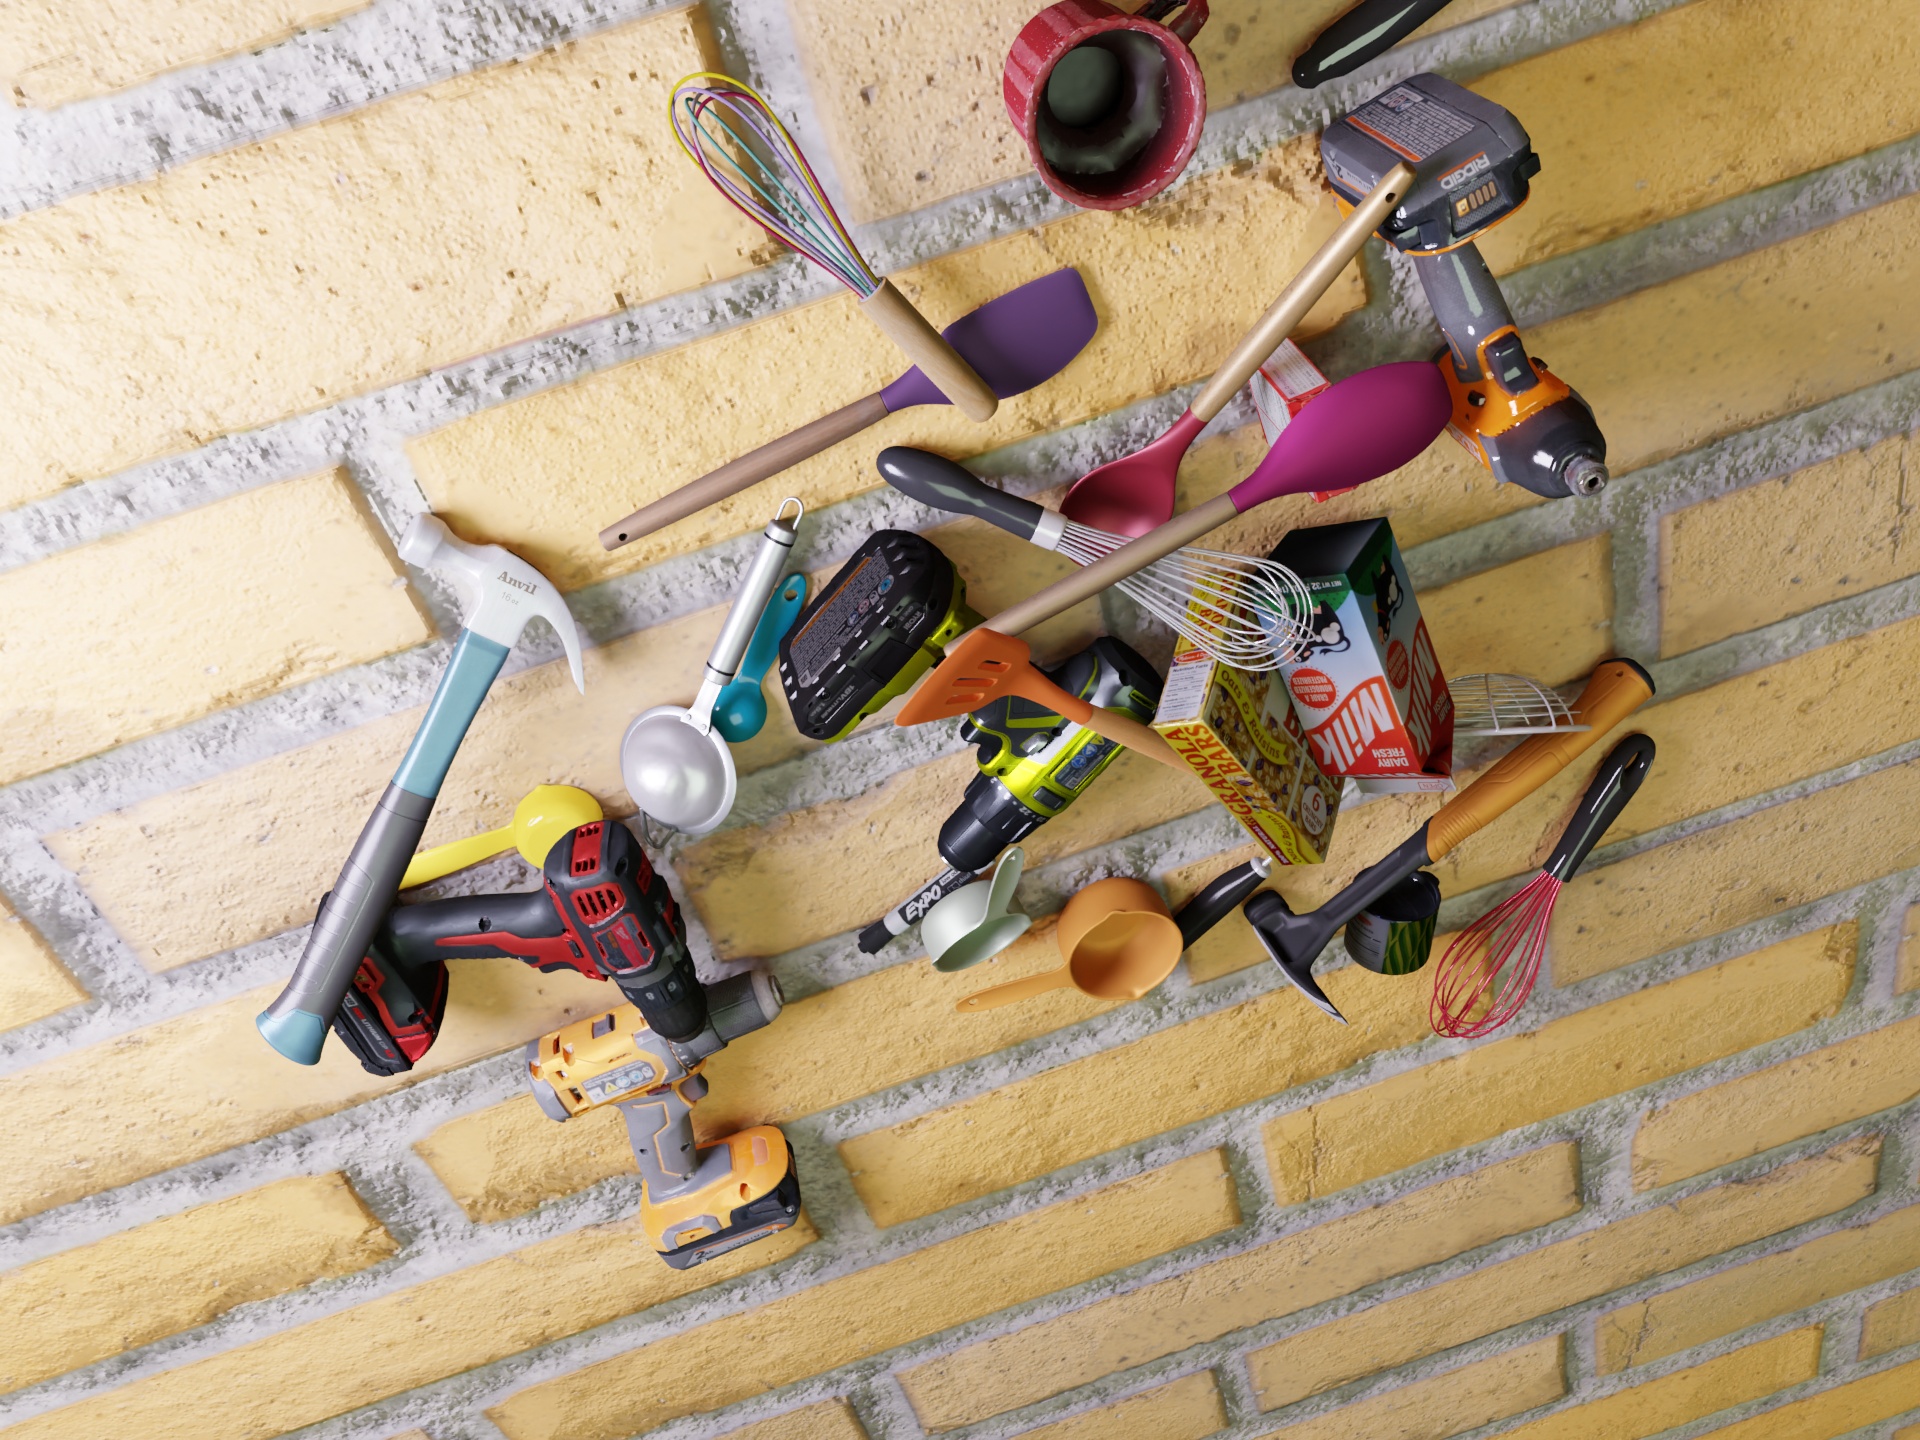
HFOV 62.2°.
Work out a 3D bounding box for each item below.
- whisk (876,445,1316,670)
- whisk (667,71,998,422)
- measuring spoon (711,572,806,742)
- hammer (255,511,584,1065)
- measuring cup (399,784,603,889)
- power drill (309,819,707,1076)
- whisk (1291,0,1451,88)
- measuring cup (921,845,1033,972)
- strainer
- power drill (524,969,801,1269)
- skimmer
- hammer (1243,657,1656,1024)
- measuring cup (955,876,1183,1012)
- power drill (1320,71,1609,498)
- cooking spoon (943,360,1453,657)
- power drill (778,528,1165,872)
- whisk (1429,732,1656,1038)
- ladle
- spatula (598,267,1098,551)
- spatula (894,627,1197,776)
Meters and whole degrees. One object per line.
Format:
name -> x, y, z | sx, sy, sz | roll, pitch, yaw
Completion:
whisk -> 0.082, -0.102, 0.951 | 0.284, 0.070, 0.070 | 22, 118, -5
whisk -> -0.060, -0.246, 0.846 | 0.047, 0.051, 0.244 | -44, 121, 8
measuring spoon -> -0.125, -0.035, 0.997 | 0.042, 0.021, 0.128 | 16, 119, -24
hammer -> -0.329, 0.052, 0.935 | 0.128, 0.033, 0.331 | 25, 95, -26
measuring cup -> -0.308, 0.089, 1.032 | 0.156, 0.029, 0.062 | -19, 127, -2
power drill -> -0.286, 0.163, 1.040 | 0.226, 0.080, 0.187 | -14, 131, 4
whisk -> 0.280, -0.404, 0.830 | 0.239, 0.055, 0.055 | -31, 126, 13
measuring cup -> 0.015, 0.119, 1.098 | 0.083, 0.038, 0.167 | -19, 151, -23
strainer -> -0.154, -0.023, 0.980 | 0.087, 0.050, 0.258 | 31, 108, 12
power drill -> -0.189, 0.287, 1.175 | 0.185, 0.084, 0.226 | -22, 122, 0
skimmer -> 0.280, 0.090, 1.147 | 0.363, 0.090, 0.127 | -45, 161, 21
hammer -> 0.365, 0.077, 1.155 | 0.337, 0.127, 0.034 | -40, 126, 7
measuring cup -> 0.075, 0.171, 1.176 | 0.173, 0.052, 0.095 | -18, 127, 0
power drill -> 0.291, -0.228, 0.883 | 0.084, 0.164, 0.226 | -30, 124, 8
cooking spoon -> 0.132, -0.111, 0.904 | 0.319, 0.017, 0.068 | -28, 124, 8
power drill -> -0.002, -0.003, 1.016 | 0.228, 0.080, 0.190 | 31, 111, -35
whisk -> 0.457, 0.136, 1.249 | 0.073, 0.073, 0.295 | 17, 113, -24
ladle -> 0.149, -0.190, 0.894 | 0.069, 0.031, 0.315 | 19, 140, -20
spatula -> -0.066, -0.170, 0.920 | 0.316, 0.018, 0.059 | -25, 124, 3
spatula -> 0.096, 0.010, 0.992 | 0.322, 0.041, 0.081 | 22, 123, -37
